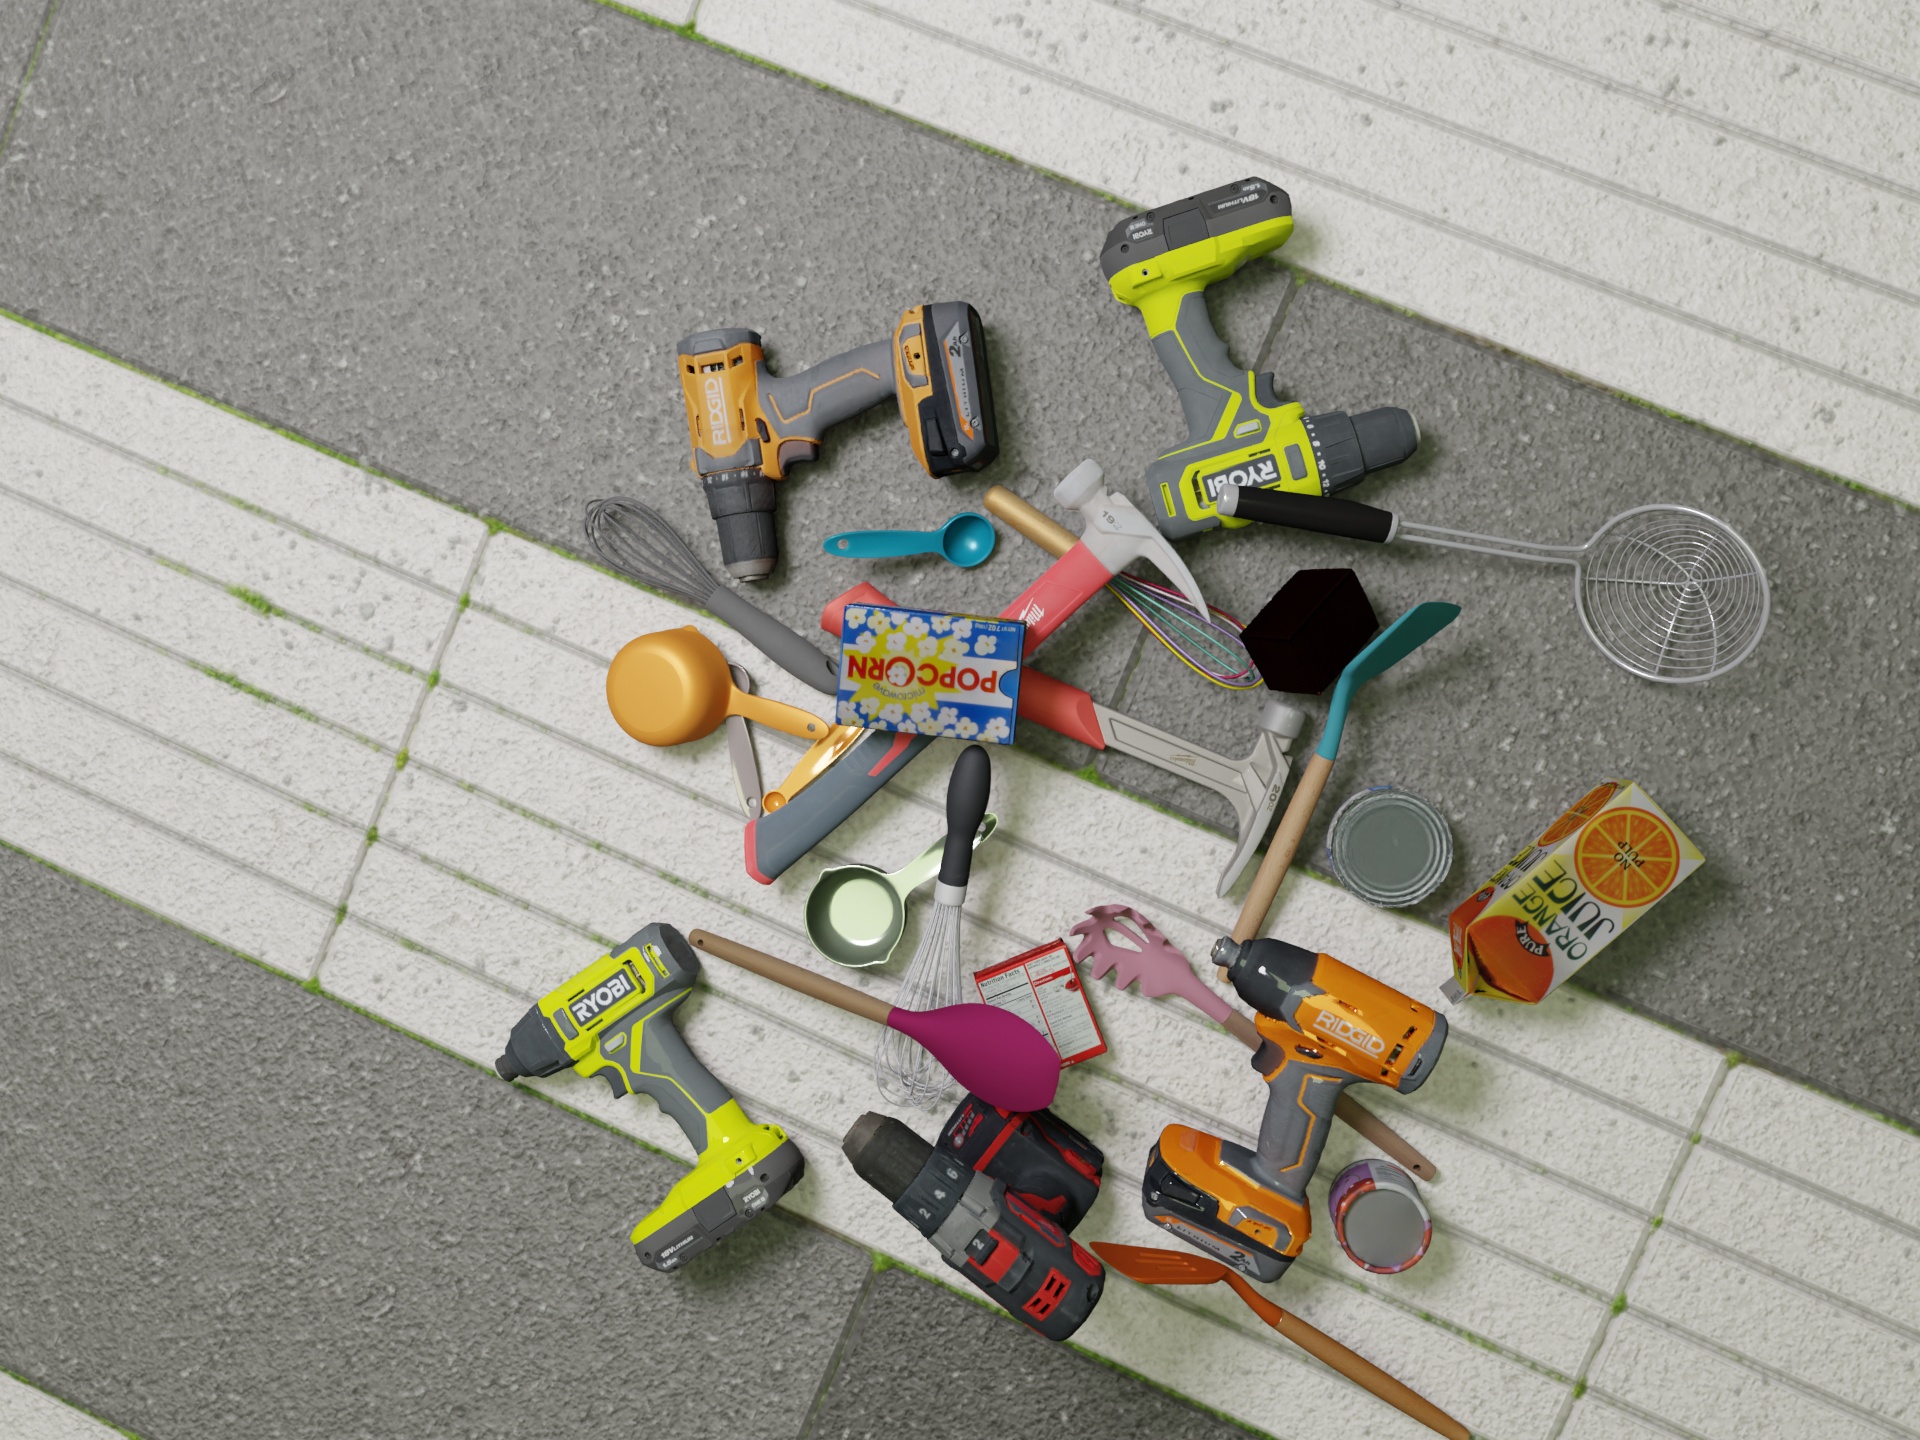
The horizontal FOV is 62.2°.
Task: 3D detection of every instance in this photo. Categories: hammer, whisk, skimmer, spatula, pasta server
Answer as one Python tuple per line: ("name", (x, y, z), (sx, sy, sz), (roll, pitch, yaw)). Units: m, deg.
("hammer", (0.062, -0.004, 1.171), (0.359, 0.036, 0.149), (23, 94, 6))
("whisk", (-0.184, -0.092, 1.195), (0.239, 0.055, 0.055), (36, 95, 1))
("skimmer", (0.356, -0.108, 1.080), (0.363, 0.090, 0.127), (9, 125, -4))
("whisk", (-0.011, 0.153, 1.148), (0.070, 0.070, 0.284), (12, 105, 7))
("spatula", (0.234, 0.438, 1.117), (0.322, 0.081, 0.041), (35, 80, -14))
("whisk", (0.121, -0.100, 1.161), (0.245, 0.051, 0.047), (36, 97, 10))
("hammer", (-0.002, -0.004, 1.142), (0.386, 0.038, 0.143), (-42, 90, 11))
("spatula", (0.255, 0.053, 1.122), (0.044, 0.082, 0.317), (31, 109, 32))
("pasta server", (0.215, 0.236, 1.157), (0.316, 0.040, 0.060), (38, 113, 3))

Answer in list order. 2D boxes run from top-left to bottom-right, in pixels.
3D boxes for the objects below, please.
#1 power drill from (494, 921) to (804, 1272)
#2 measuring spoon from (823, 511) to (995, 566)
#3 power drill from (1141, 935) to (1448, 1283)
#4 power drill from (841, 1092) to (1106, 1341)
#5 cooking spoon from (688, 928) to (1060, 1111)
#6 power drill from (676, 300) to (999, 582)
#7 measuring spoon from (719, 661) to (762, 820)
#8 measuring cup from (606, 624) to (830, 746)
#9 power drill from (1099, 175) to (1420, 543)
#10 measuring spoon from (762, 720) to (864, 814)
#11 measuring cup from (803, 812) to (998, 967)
("power drill", (-0.235, 0.288, 1.197), (0.171, 0.080, 0.223), (-35, 83, 6))
("measuring spoon", (-0.039, -0.134, 1.170), (0.128, 0.021, 0.042), (-4, 117, -13))
("power drill", (0.213, 0.262, 1.113), (0.164, 0.084, 0.226), (28, 108, 4))
("power drill", (0.014, 0.313, 1.087), (0.188, 0.226, 0.080), (37, 95, 4))
("cooking spoon", (-0.070, 0.205, 1.145), (0.319, 0.017, 0.068), (16, 101, 28))
("power drill", (-0.089, -0.205, 1.166), (0.226, 0.084, 0.185), (-7, 93, 11))
("measuring spoon", (-0.165, 0.015, 1.213), (0.034, 0.018, 0.124), (-6, 97, 20))
("measuring cup", (-0.183, -0.012, 1.175), (0.174, 0.052, 0.095), (17, 102, 19))
("power drill", (0.207, -0.256, 1.128), (0.190, 0.080, 0.228), (-16, 92, 8))
("measuring spoon", (-0.106, 0.028, 1.207), (0.021, 0.011, 0.117), (44, 92, 4))
("measuring cup", (-0.040, 0.118, 1.187), (0.167, 0.038, 0.083), (-35, 87, 5))
